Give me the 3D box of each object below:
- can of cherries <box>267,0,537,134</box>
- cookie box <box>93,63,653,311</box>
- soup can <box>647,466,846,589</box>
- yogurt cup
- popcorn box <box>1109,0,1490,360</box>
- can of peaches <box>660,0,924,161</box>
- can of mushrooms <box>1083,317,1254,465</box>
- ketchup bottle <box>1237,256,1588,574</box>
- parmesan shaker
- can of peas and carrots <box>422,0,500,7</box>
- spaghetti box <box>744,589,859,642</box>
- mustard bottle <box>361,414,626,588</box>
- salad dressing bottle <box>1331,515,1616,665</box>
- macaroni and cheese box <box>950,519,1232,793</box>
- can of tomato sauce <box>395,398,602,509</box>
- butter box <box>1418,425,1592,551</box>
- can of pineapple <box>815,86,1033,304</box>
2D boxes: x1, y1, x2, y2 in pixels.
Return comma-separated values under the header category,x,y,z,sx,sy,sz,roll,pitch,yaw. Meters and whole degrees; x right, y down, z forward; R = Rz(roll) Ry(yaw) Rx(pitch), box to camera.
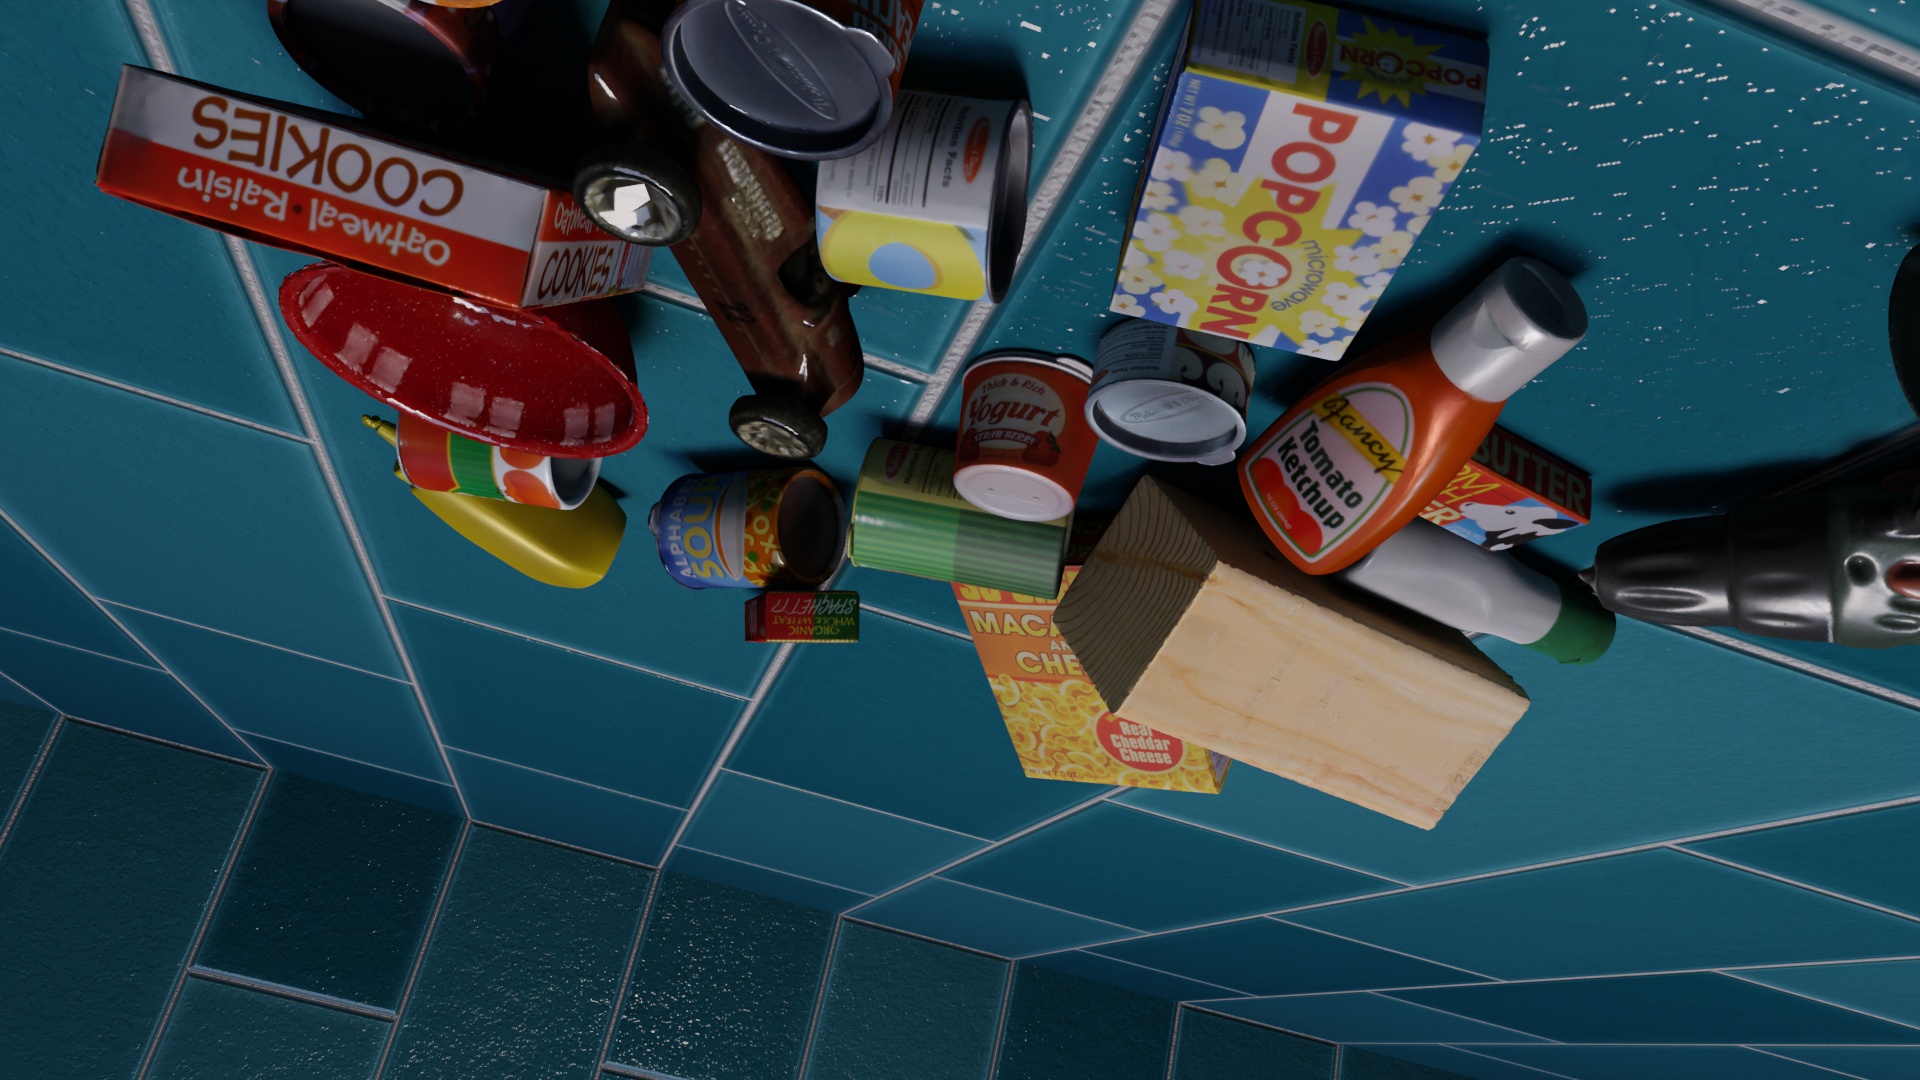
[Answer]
category,x,y,z,sx,sy,sz,roll,pitch,yaw
can of cherries,-0.167,-0.167,0.428,0.071,0.058,0.071,11,157,5
cookie box,-0.181,-0.115,0.471,0.123,0.040,0.168,15,-169,-4
soup can,-0.116,-0.007,0.764,0.083,0.071,0.071,-2,153,31
yogurt cup,0.029,-0.044,0.616,0.072,0.054,0.072,12,158,5
popcorn box,0.100,-0.111,0.439,0.085,0.038,0.126,12,157,1
can of peaches,-0.043,-0.152,0.395,0.071,0.058,0.071,11,156,5
can of mushrooms,0.088,-0.060,0.571,0.071,0.033,0.070,11,157,5
ketchup bottle,0.167,-0.046,0.520,0.044,0.065,0.148,-19,161,-34
parmesan shaker,0.002,-0.009,0.689,0.103,0.071,0.071,10,157,7
can of peas and carrots,-0.136,-0.186,0.366,0.071,0.059,0.070,11,157,5
spaghetti box,-0.101,0.048,0.840,0.050,0.028,0.249,2,175,-11
mustard bottle,-0.273,-0.031,0.805,0.160,0.065,0.048,35,144,-31
salad dressing bottle,0.246,0.021,0.664,0.148,0.044,0.064,21,163,-20
macaroni and cheese box,0.074,0.066,0.775,0.123,0.040,0.165,-1,127,30
can of tomato sauce,-0.237,-0.052,0.724,0.083,0.071,0.071,8,157,10
butter box,0.212,-0.028,0.590,0.103,0.024,0.053,23,155,-22
can of pineapple,-0.011,-0.114,0.458,0.058,0.071,0.070,10,157,9
